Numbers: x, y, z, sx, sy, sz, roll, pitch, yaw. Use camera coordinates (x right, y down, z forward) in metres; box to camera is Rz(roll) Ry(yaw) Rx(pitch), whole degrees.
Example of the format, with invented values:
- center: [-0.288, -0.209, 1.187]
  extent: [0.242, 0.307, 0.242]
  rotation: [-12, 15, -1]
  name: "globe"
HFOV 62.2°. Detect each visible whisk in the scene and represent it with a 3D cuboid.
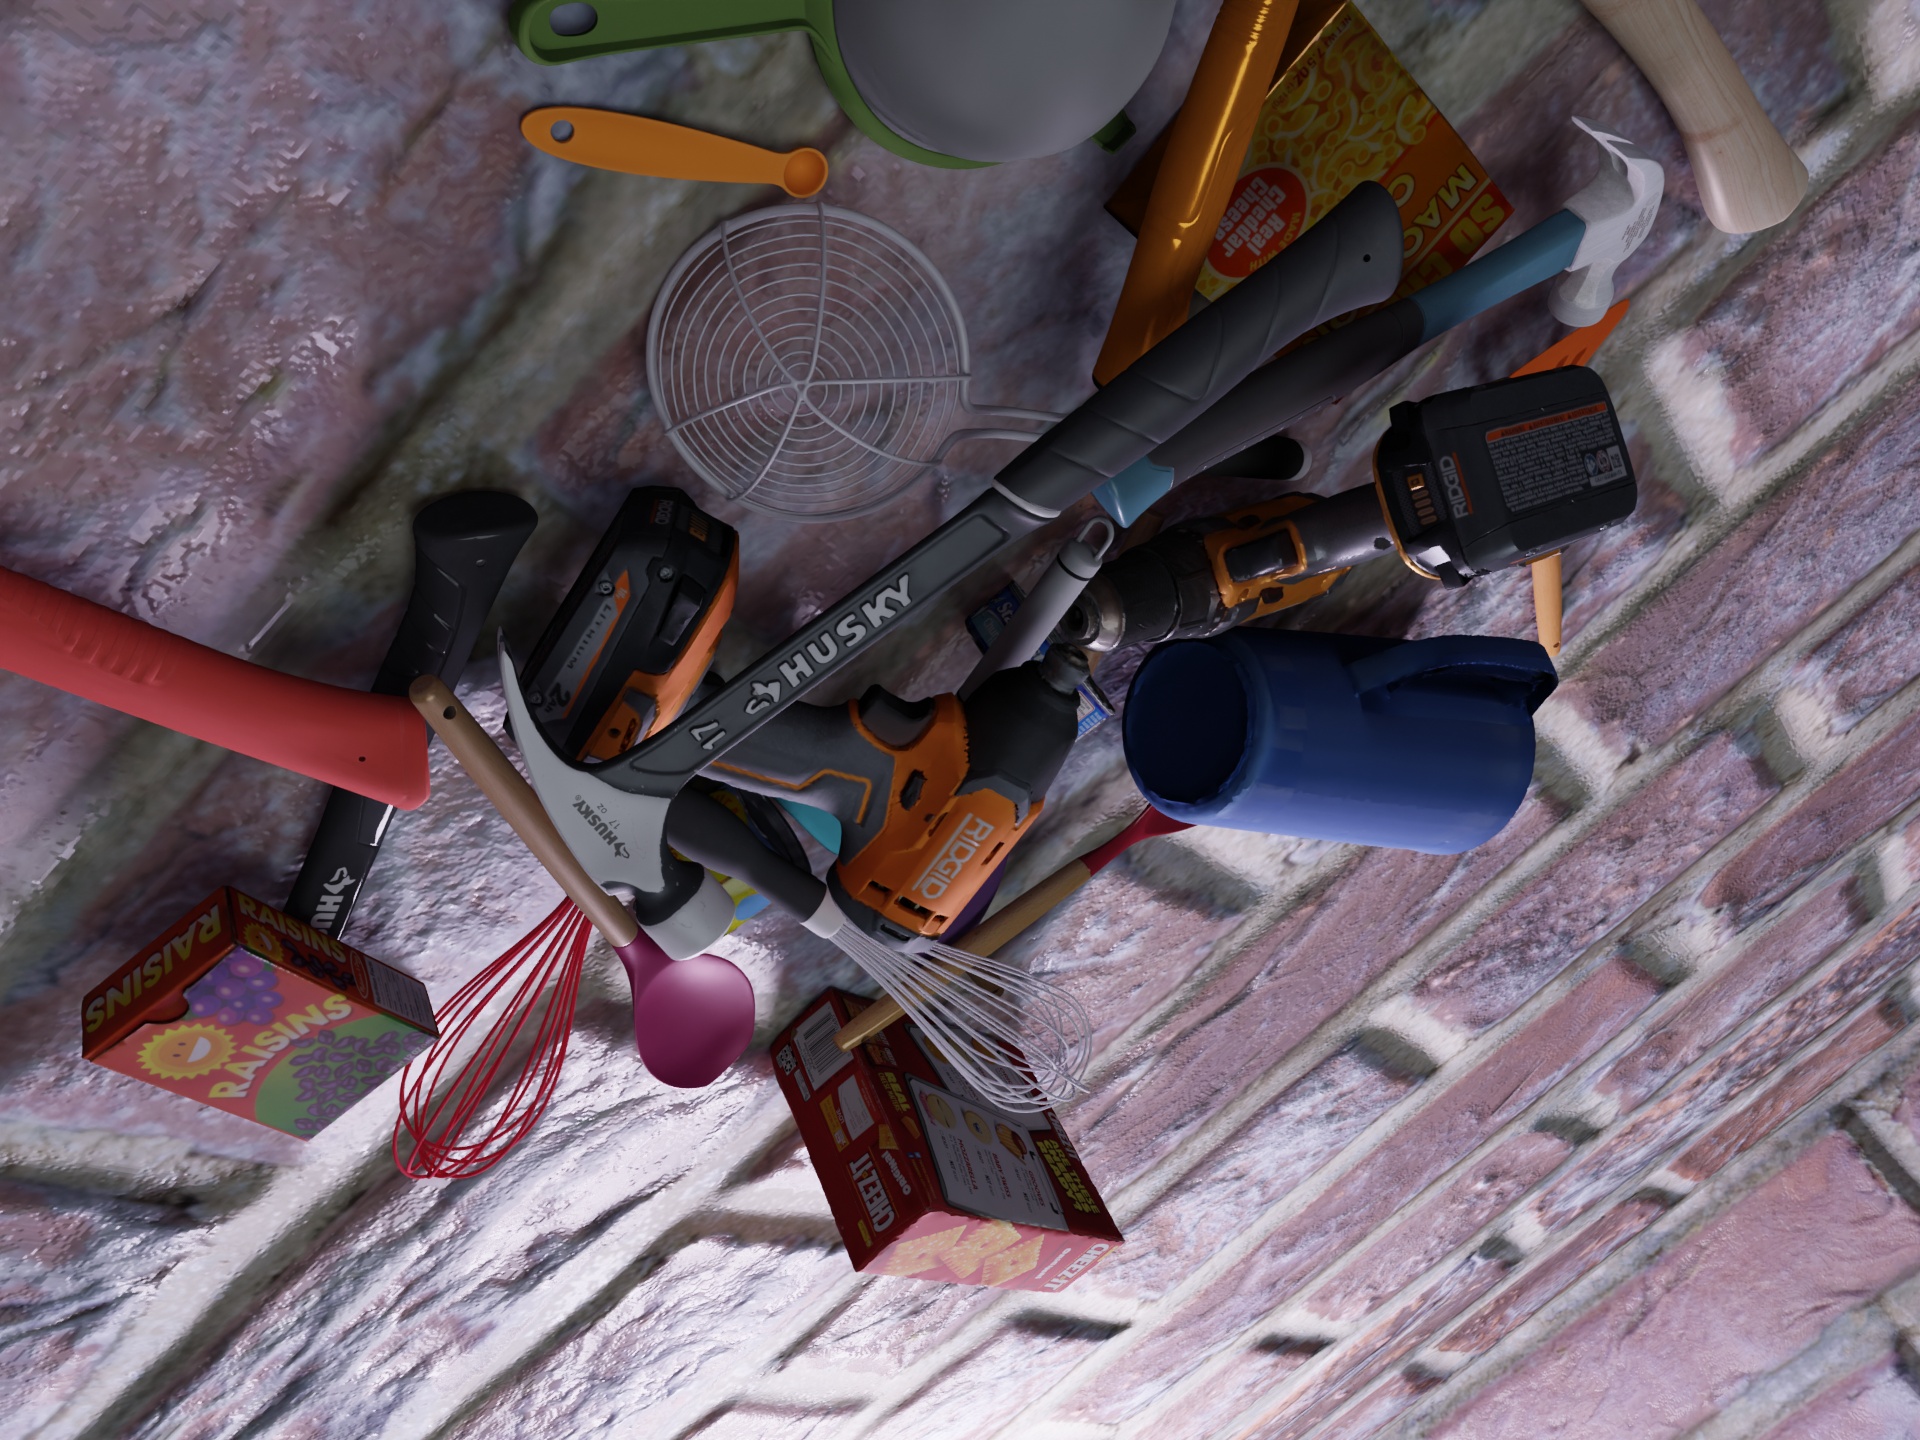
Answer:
- center: [-0.043, 0.111, 0.785]
  extent: [0.284, 0.070, 0.070]
  rotation: [37, 107, -20]
  name: "whisk"
- center: [-0.192, 0.104, 0.775]
  extent: [0.073, 0.073, 0.296]
  rotation: [25, 99, -46]
  name: "whisk"

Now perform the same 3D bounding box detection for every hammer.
- center: [0.193, -0.173, 0.722]
  extent: [0.331, 0.033, 0.128]
  rotation: [-30, 153, -17]
  name: "hammer"
- center: [0.308, -0.336, 0.715]
  extent: [0.410, 0.038, 0.146]
  rotation: [17, 118, -44]
  name: "hammer"
- center: [-0.350, -0.035, 0.545]
  extent: [0.358, 0.037, 0.149]
  rotation: [28, 111, -41]
  name: "hammer"
- center: [0.006, -0.079, 0.621]
  extent: [0.409, 0.036, 0.149]
  rotation: [-37, 118, -3]
  name: "hammer"
- center: [0.106, -0.259, 0.574]
  extent: [0.127, 0.034, 0.336]
  rotation: [-27, 148, -39]
  name: "hammer"
- center: [-0.262, 0.040, 0.710]
  extent: [0.146, 0.035, 0.334]
  rotation: [9, 124, -39]
  name: "hammer"

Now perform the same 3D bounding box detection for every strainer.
- center: [-0.001, -0.002, 0.765]
  extent: [0.050, 0.087, 0.258]
  rotation: [-9, 144, -47]
  name: "strainer"
- center: [-0.022, -0.246, 0.553]
  extent: [0.256, 0.069, 0.151]
  rotation: [-17, 138, -22]
  name: "strainer"

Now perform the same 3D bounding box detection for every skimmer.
- center: [0.032, -0.145, 0.726]
  extent: [0.363, 0.090, 0.127]
  rotation: [-4, 121, -46]
  name: "skimmer"

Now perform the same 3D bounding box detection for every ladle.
- center: [0.055, 0.104, 0.956]
  extent: [0.315, 0.031, 0.069]
  rotation: [-33, 148, -20]
  name: "ladle"

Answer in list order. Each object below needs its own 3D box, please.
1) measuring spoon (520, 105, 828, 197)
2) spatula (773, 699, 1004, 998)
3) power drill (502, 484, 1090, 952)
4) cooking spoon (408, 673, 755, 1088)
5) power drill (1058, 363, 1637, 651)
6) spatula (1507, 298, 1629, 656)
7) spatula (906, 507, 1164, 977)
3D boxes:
- center: [-0.103, -0.210, 0.584]
  extent: [0.117, 0.011, 0.021]
  rotation: [-1, 129, -29]
  name: "measuring spoon"
- center: [-0.023, 0.096, 0.943]
  extent: [0.082, 0.044, 0.317]
  rotation: [-33, 146, -3]
  name: "spatula"
- center: [-0.062, -0.007, 0.695]
  extent: [0.226, 0.084, 0.164]
  rotation: [30, 113, -19]
  name: "power drill"
- center: [-0.167, 0.085, 0.735]
  extent: [0.069, 0.017, 0.318]
  rotation: [-45, 141, -19]
  name: "cooking spoon"
- center: [0.168, -0.087, 0.745]
  extent: [0.185, 0.084, 0.226]
  rotation: [-18, -179, -36]
  name: "power drill"
- center: [0.357, -0.127, 0.958]
  extent: [0.081, 0.041, 0.322]
  rotation: [-33, 142, -2]
  name: "spatula"
- center: [0.041, 0.022, 0.890]
  extent: [0.059, 0.018, 0.315]
  rotation: [-11, 132, -51]
  name: "spatula"
